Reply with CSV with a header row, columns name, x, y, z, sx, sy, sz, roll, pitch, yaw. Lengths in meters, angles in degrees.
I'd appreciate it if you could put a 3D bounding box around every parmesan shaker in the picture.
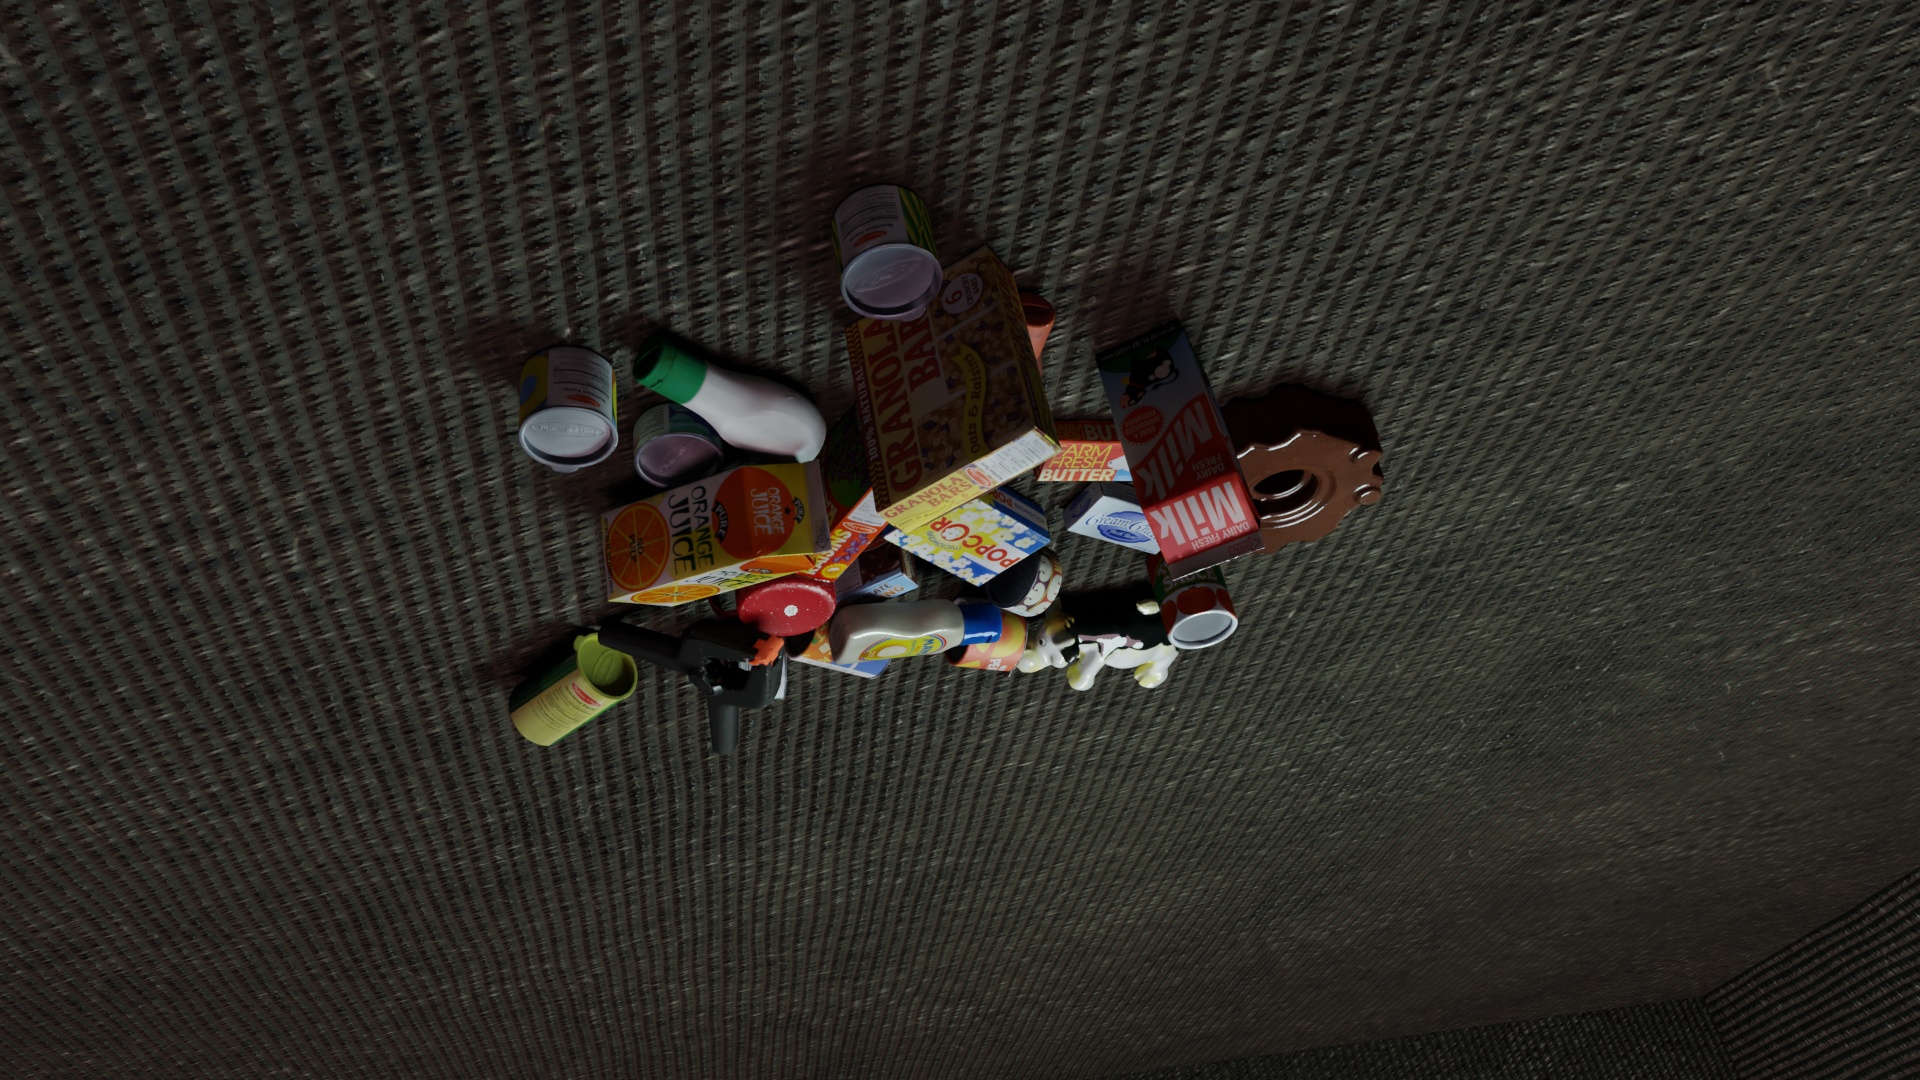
name,x,y,z,sx,sy,sz,roll,pitch,yaw
parmesan shaker,-0.354,0.133,1.258,0.102,0.071,0.071,-32,140,28

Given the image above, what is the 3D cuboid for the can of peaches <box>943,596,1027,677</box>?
name,x,y,z,sx,sy,sz,roll,pitch,yaw
can of peaches,0.022,0.089,1.294,0.058,0.071,0.071,9,140,-25

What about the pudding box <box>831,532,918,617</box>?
name,x,y,z,sx,sy,sz,roll,pitch,yaw
pudding box,-0.081,0.030,1.200,0.083,0.050,0.030,-24,144,18

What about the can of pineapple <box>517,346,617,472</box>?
name,x,y,z,sx,sy,sz,roll,pitch,yaw
can of pineapple,-0.274,-0.092,0.968,0.071,0.058,0.070,-7,145,-5

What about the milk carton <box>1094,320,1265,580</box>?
name,x,y,z,sx,sy,sz,roll,pitch,yaw
milk carton,0.163,-0.060,1.018,0.072,0.191,0.073,-22,144,15

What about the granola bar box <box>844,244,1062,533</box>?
name,x,y,z,sx,sy,sz,roll,pitch,yaw
granola bar box,-0.009,-0.102,0.934,0.124,0.166,0.039,-27,143,21

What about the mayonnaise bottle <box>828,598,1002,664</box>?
name,x,y,z,sx,sy,sz,roll,pitch,yaw
mayonnaise bottle,-0.037,0.077,1.210,0.148,0.041,0.064,-3,150,-23

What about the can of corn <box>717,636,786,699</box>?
name,x,y,z,sx,sy,sz,roll,pitch,yaw
can of corn,-0.192,0.113,1.276,0.058,0.071,0.070,-1,144,-13

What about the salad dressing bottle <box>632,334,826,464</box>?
name,x,y,z,sx,sy,sz,roll,pitch,yaw
salad dressing bottle,-0.165,-0.100,1.001,0.064,0.044,0.147,-27,142,35

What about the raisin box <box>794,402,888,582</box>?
name,x,y,z,sx,sy,sz,roll,pitch,yaw
raisin box,-0.089,-0.036,1.074,0.040,0.086,0.122,14,138,-33

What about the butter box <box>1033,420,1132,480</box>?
name,x,y,z,sx,sy,sz,roll,pitch,yaw
butter box,0.113,-0.073,1.133,0.104,0.024,0.052,0,144,-15

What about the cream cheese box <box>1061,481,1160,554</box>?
name,x,y,z,sx,sy,sz,roll,pitch,yaw
cream cheese box,0.145,-0.021,1.214,0.104,0.024,0.053,14,136,-32

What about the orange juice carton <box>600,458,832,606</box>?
name,x,y,z,sx,sy,sz,roll,pitch,yaw
orange juice carton,-0.178,-0.005,1.055,0.192,0.072,0.073,-15,166,30

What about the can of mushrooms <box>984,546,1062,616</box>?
name,x,y,z,sx,sy,sz,roll,pitch,yaw
can of mushrooms,0.057,0.030,1.227,0.033,0.071,0.070,23,132,-38

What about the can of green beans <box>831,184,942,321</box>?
name,x,y,z,sx,sy,sz,roll,pitch,yaw
can of green beans,-0.048,-0.186,0.899,0.071,0.058,0.071,-8,145,-5

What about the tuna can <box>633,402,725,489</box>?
name,x,y,z,sx,sy,sz,roll,pitch,yaw
tuna can,-0.209,-0.070,1.039,0.071,0.033,0.070,-7,145,-5

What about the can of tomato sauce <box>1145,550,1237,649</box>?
name,x,y,z,sx,sy,sz,roll,pitch,yaw
can of tomato sauce,0.212,0.047,1.277,0.071,0.083,0.070,-8,145,-5

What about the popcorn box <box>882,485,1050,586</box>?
name,x,y,z,sx,sy,sz,roll,pitch,yaw
popcorn box,0.004,-0.015,1.171,0.085,0.038,0.126,-33,140,28

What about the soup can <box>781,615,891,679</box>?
name,x,y,z,sx,sy,sz,roll,pitch,yaw
soup can,-0.108,0.082,1.254,0.084,0.071,0.071,18,135,-34

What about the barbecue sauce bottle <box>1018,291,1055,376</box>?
name,x,y,z,sx,sy,sz,roll,pitch,yaw
barbecue sauce bottle,0.032,-0.119,1.029,0.065,0.044,0.147,2,143,-16
